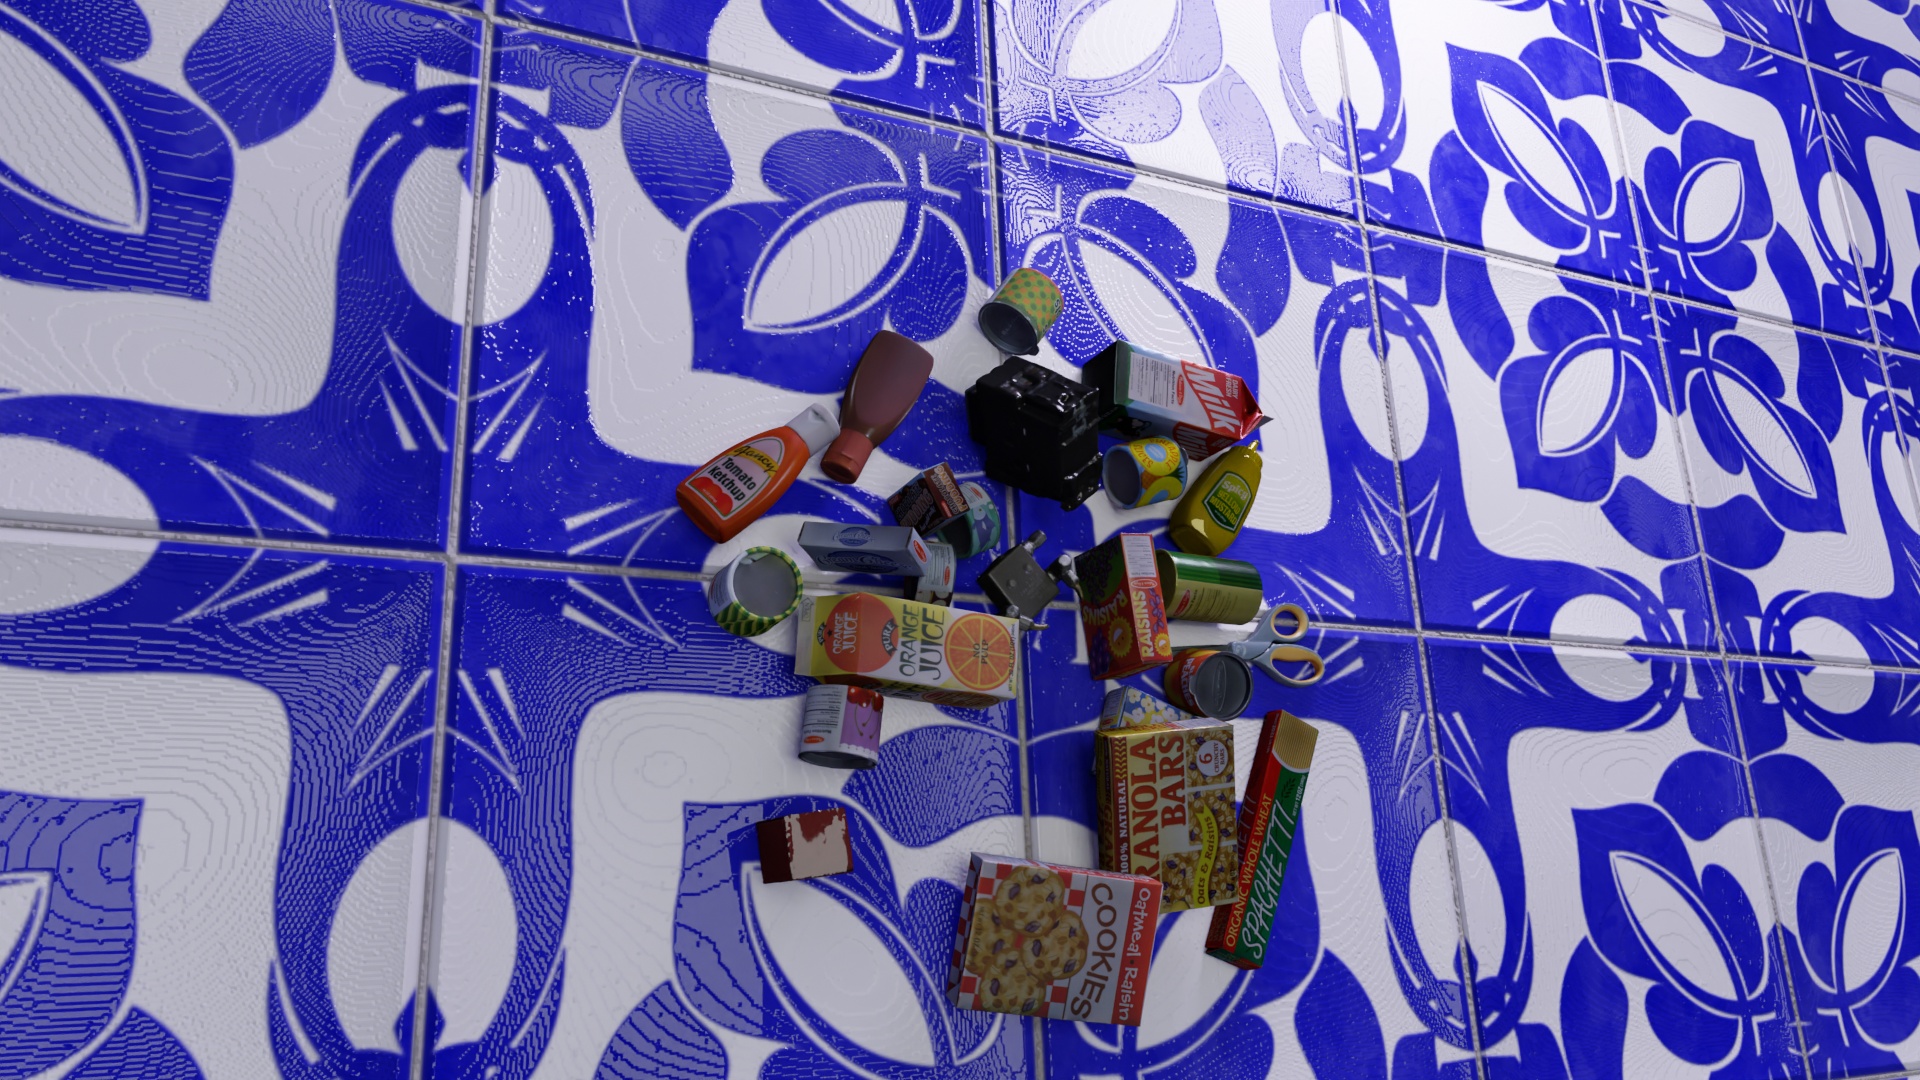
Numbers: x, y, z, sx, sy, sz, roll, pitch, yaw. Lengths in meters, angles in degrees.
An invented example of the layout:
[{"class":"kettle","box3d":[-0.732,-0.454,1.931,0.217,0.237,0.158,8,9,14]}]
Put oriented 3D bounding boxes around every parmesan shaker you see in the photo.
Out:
[{"class":"parmesan shaker","box3d":[0.234,0.049,1.363,0.103,0.071,0.071,8,71,-25]}]

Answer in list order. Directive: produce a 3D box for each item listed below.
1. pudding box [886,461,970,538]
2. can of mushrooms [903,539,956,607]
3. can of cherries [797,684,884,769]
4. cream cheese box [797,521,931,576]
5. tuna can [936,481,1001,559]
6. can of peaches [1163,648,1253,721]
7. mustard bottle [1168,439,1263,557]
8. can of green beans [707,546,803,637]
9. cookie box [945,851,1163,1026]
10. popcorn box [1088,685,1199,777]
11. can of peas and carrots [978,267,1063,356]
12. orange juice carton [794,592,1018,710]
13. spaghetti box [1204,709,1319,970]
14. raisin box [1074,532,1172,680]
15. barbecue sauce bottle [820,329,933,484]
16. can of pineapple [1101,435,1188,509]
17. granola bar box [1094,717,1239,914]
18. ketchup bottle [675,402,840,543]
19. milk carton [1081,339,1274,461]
[{"class":"pudding box","box3d":[-0.030,-0.033,1.243,0.030,0.083,0.049,-24,86,-30]},{"class":"can of mushrooms","box3d":[-0.028,0.034,1.233,0.033,0.070,0.071,7,71,-14]},{"class":"can of cherries","box3d":[-0.098,0.156,1.160,0.071,0.071,0.058,14,67,-23]},{"class":"cream cheese box","box3d":[-0.082,0.008,1.190,0.104,0.053,0.024,3,63,21]},{"class":"tuna can","box3d":[0.005,-0.016,1.268,0.033,0.071,0.071,-22,85,-30]},{"class":"can of peaches","box3d":[0.235,0.137,1.329,0.071,0.058,0.071,0,89,-22]},{"class":"mustard bottle","box3d":[0.272,-0.052,1.422,0.065,0.048,0.161,42,60,-12]},{"class":"can of green beans","box3d":[-0.171,0.043,1.162,0.071,0.057,0.071,8,70,-25]},{"class":"cookie box","box3d":[0.081,0.338,1.177,0.167,0.040,0.123,11,85,-16]},{"class":"popcorn box","box3d":[0.189,0.200,1.305,0.127,0.038,0.085,26,63,-18]},{"class":"can of peas and carrots","box3d":[0.062,-0.223,1.362,0.071,0.070,0.059,41,60,-10]},{"class":"orange juice carton","box3d":[-0.050,0.095,1.198,0.193,0.072,0.072,11,70,-23]},{"class":"spaghetti box","box3d":[0.292,0.284,1.335,0.050,0.028,0.251,29,63,-15]},{"class":"raisin box","box3d":[0.152,0.063,1.303,0.040,0.086,0.123,0,74,-29]},{"class":"barbecue sauce bottle","box3d":[-0.080,-0.120,1.269,0.065,0.043,0.149,28,63,-6]},{"class":"can of pineapple","box3d":[0.182,-0.068,1.371,0.058,0.070,0.071,-13,80,-29]},{"class":"granola bar box","box3d":[0.186,0.249,1.251,0.124,0.039,0.165,-3,92,-18]},{"class":"ketchup bottle","box3d":[-0.169,-0.063,1.194,0.065,0.043,0.149,42,64,16]},{"class":"milk carton","box3d":[0.221,-0.135,1.411,0.191,0.072,0.073,13,69,-22]}]
